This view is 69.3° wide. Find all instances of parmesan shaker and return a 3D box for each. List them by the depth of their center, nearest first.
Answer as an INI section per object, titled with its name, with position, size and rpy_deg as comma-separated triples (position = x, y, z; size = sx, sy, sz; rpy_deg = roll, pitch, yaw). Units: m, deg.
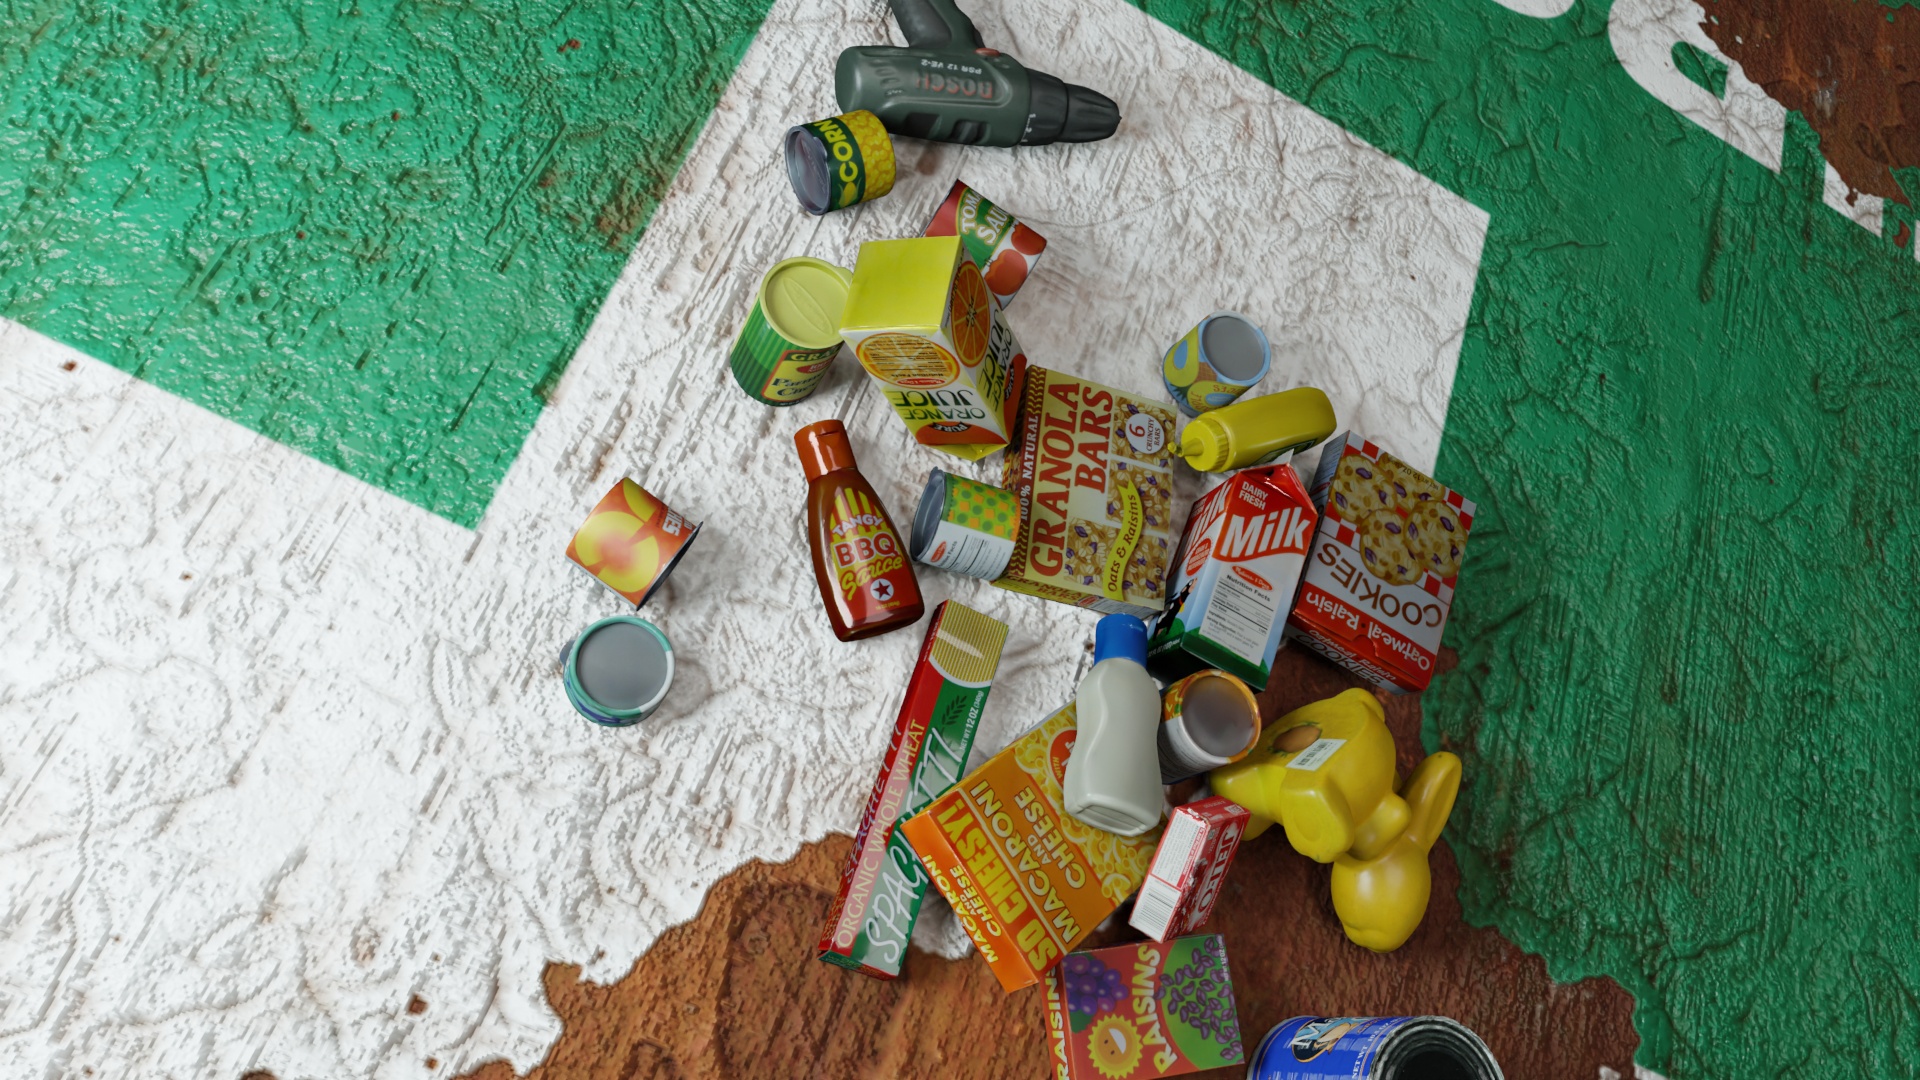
[parmesan shaker]
position = -0.112, -0.141, 0.945
size = 0.071, 0.102, 0.071
rpy_deg = 7, 70, -18

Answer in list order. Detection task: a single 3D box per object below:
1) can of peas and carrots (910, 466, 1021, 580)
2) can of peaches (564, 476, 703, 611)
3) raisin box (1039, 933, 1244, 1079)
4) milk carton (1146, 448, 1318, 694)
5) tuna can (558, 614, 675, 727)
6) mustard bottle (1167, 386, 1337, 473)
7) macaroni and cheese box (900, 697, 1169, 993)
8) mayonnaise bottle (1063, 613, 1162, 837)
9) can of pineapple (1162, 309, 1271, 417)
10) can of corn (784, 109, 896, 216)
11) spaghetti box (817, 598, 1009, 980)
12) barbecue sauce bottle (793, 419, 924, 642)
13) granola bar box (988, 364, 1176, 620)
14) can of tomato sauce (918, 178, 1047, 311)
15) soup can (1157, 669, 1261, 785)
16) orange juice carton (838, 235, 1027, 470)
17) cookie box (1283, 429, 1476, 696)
[can of peas and carrots]
position = 0.003, -0.012, 0.965
size = 0.059, 0.070, 0.071
rpy_deg = 16, 67, -16
[can of peaches]
position = -0.206, 0.000, 0.878
size = 0.058, 0.071, 0.071
rpy_deg = 36, 63, -5
[raisin box]
position = 0.117, 0.307, 0.909
size = 0.123, 0.040, 0.086
rpy_deg = 0, 73, -22
[milk carton]
position = 0.203, 0.020, 1.026
size = 0.073, 0.072, 0.191
rpy_deg = 28, 65, -10
[tuna can]
position = -0.215, 0.080, 0.866
size = 0.071, 0.032, 0.071
rpy_deg = 7, 69, -19
[mustard bottle]
position = 0.216, -0.080, 1.063
size = 0.161, 0.065, 0.049
rpy_deg = -15, 80, -33
[macaroni and cheese box]
position = 0.056, 0.193, 0.902
size = 0.167, 0.040, 0.124
rpy_deg = -29, 83, -43
[mayonnaise bottle]
position = 0.105, 0.119, 0.927
size = 0.065, 0.041, 0.149
rpy_deg = 24, 50, -20
[can of pineapple]
position = 0.201, -0.138, 1.090
size = 0.071, 0.057, 0.071
rpy_deg = 7, 70, -19
[can of corn]
position = -0.088, -0.280, 1.023
size = 0.058, 0.071, 0.071
rpy_deg = -24, 81, -27
[spaghetti box]
position = -0.028, 0.159, 0.912
size = 0.050, 0.028, 0.251
rpy_deg = 25, 64, -12
[barbecue sauce bottle]
position = -0.075, -0.009, 0.946
size = 0.065, 0.043, 0.149
rpy_deg = -13, 76, -24
[granola bar box]
position = 0.092, -0.034, 1.021
size = 0.124, 0.039, 0.166
rpy_deg = 14, 67, -17
[can of tomato sauce]
position = 0.015, -0.222, 1.042
size = 0.083, 0.071, 0.071
rpy_deg = 33, 63, -8
[soup can]
position = 0.161, 0.128, 0.965
size = 0.071, 0.083, 0.071
rpy_deg = 7, 69, -19
[orange juice carton]
position = -0.008, -0.122, 0.953
size = 0.073, 0.192, 0.072
rpy_deg = 2, 66, 22
[cookie box]
position = 0.316, 0.017, 1.059
size = 0.123, 0.040, 0.168
rpy_deg = 29, 65, -10
